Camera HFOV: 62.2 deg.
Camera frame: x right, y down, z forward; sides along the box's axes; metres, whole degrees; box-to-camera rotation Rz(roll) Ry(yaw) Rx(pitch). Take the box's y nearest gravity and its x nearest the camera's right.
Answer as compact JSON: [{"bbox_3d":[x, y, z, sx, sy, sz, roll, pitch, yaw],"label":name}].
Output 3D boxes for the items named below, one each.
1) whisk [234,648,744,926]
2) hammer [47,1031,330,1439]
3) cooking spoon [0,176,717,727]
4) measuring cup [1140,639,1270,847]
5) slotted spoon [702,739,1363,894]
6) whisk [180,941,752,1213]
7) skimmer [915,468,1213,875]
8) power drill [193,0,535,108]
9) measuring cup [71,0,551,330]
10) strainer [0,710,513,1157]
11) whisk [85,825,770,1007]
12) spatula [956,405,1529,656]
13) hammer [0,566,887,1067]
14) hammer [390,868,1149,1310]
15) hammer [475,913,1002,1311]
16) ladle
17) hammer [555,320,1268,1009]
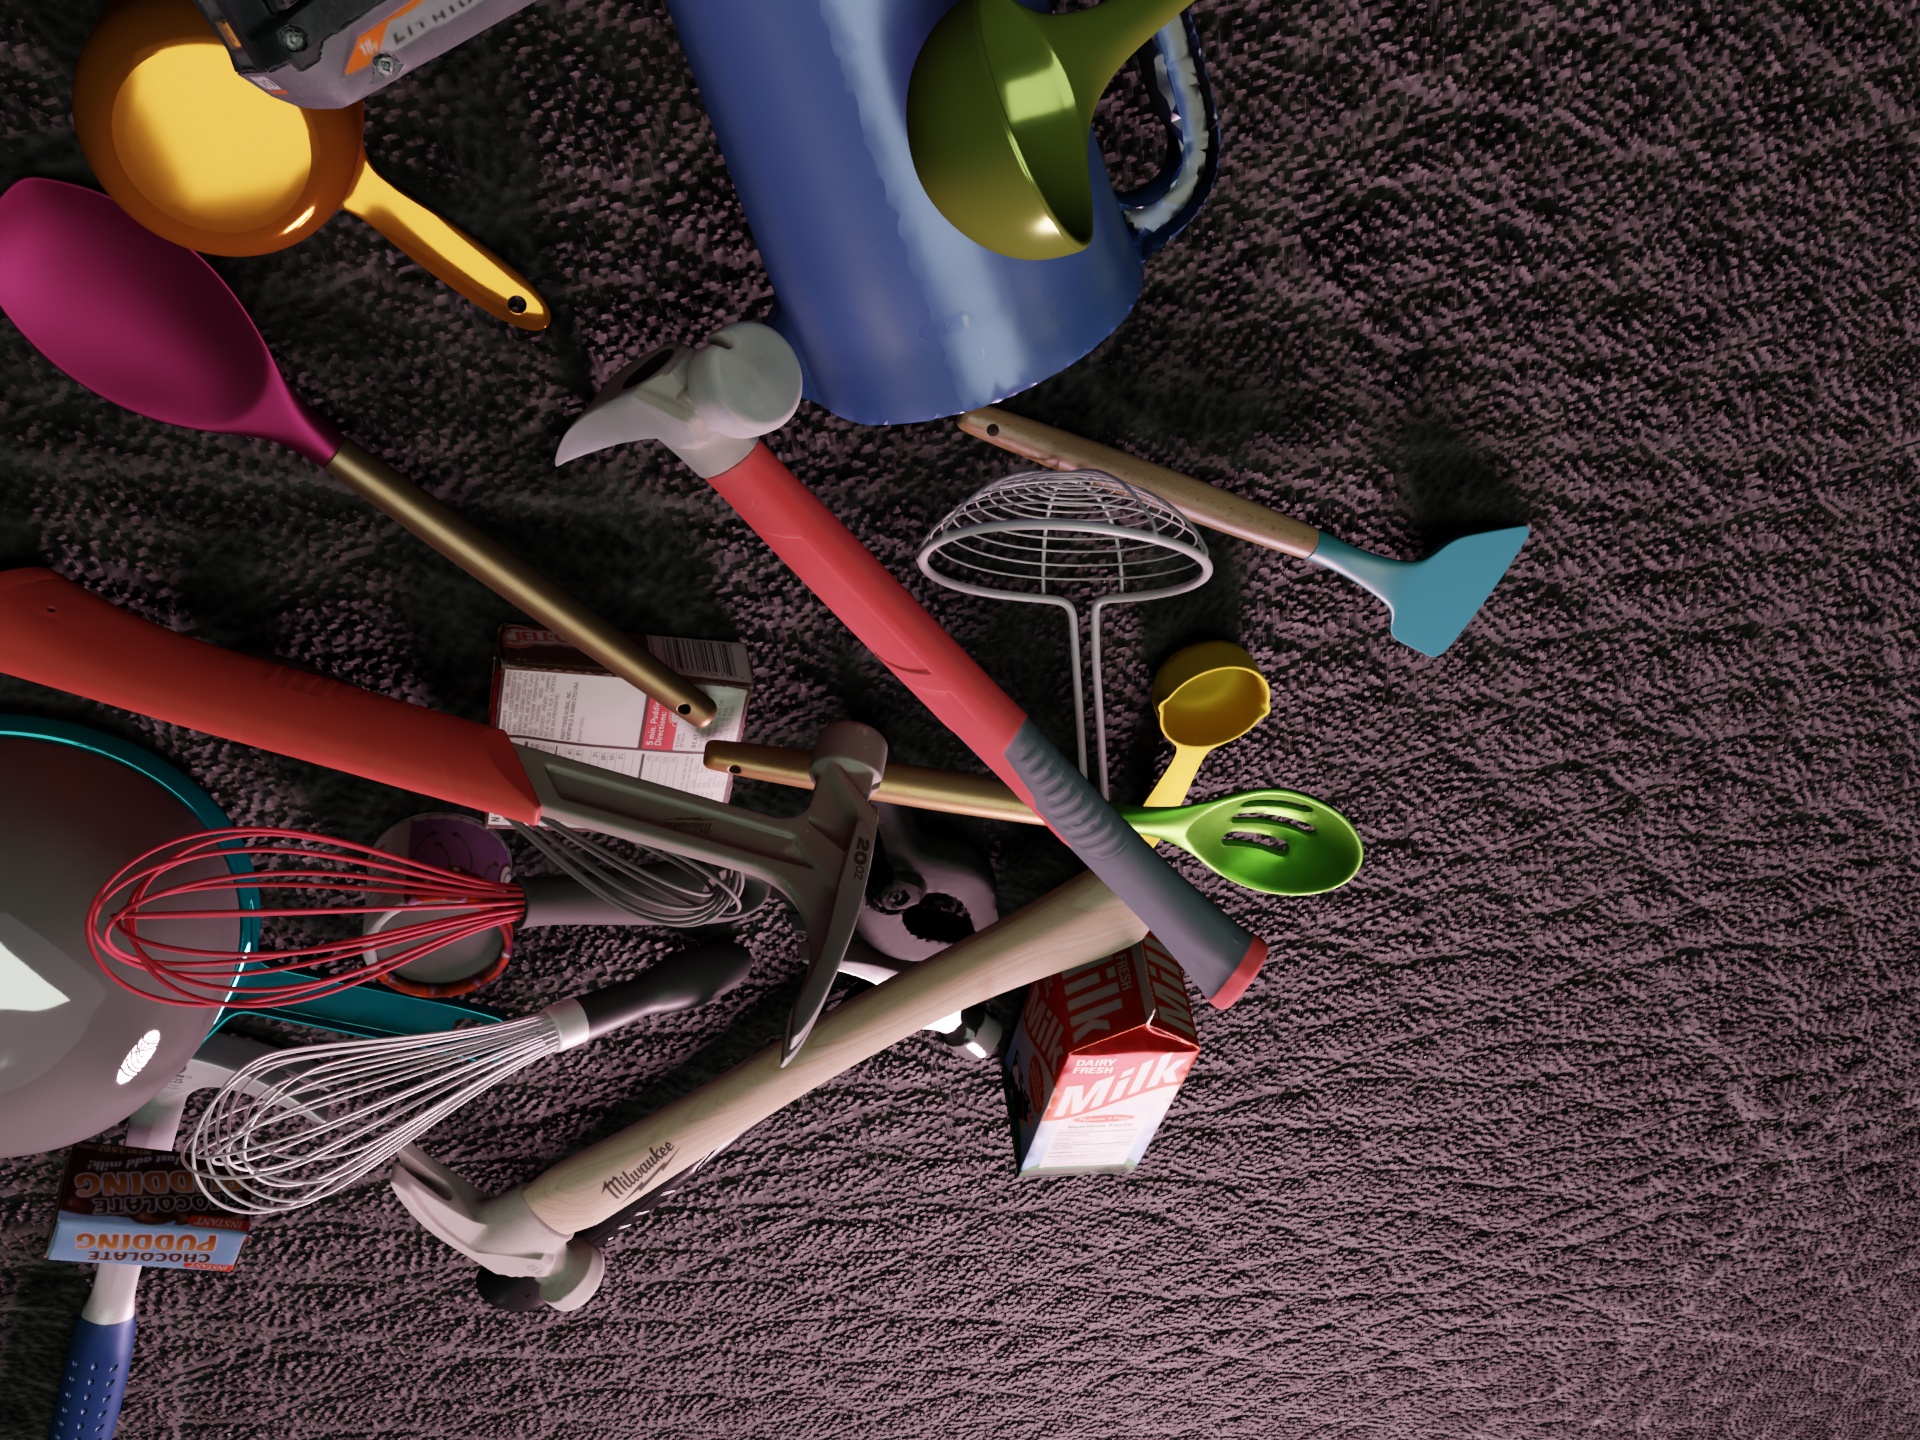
[{"bbox_3d":[-0.199,0.026,0.668,0.239,0.055,0.055,25,118,-3],"label":"whisk"},{"bbox_3d":[-0.451,0.313,0.856,0.144,0.035,0.405,12,121,-25],"label":"hammer"},{"bbox_3d":[-0.221,-0.088,0.618,0.318,0.017,0.068,38,108,-27],"label":"cooking spoon"},{"bbox_3d":[0.110,0.018,0.830,0.062,0.029,0.156,3,136,-19],"label":"measuring cup"},{"bbox_3d":[0.038,0.038,0.737,0.313,0.031,0.070,9,134,-12],"label":"slotted spoon"},{"bbox_3d":[-0.216,0.154,0.747,0.284,0.070,0.070,-16,135,-41],"label":"whisk"},{"bbox_3d":[0.060,0.029,0.773,0.127,0.090,0.362,1,131,11],"label":"skimmer"},{"bbox_3d":[-0.210,-0.287,0.423,0.164,0.084,0.226,-38,125,-16],"label":"power drill"},{"bbox_3d":[-0.216,-0.180,0.550,0.173,0.052,0.095,33,111,-32],"label":"measuring cup"},{"bbox_3d":[-0.349,0.127,0.687,0.340,0.095,0.211,20,104,-33],"label":"strainer"},{"bbox_3d":[-0.207,0.078,0.678,0.295,0.073,0.073,1,127,-40],"label":"whisk"},{"bbox_3d":[0.139,-0.095,0.750,0.317,0.044,0.082,17,120,-22],"label":"spatula"},{"bbox_3d":[-0.211,0.019,0.619,0.359,0.149,0.036,16,141,-5],"label":"hammer"},{"bbox_3d":[-0.090,0.172,0.810,0.410,0.038,0.146,-31,126,10],"label":"hammer"},{"bbox_3d":[-0.146,0.232,0.895,0.335,0.035,0.146,-38,128,12],"label":"hammer"},{"bbox_3d":[0.098,-0.253,0.508,0.320,0.062,0.078,-45,123,-21],"label":"ladle"},{"bbox_3d":[-0.001,-0.002,0.665,0.386,0.143,0.038,46,63,-27],"label":"hammer"}]
